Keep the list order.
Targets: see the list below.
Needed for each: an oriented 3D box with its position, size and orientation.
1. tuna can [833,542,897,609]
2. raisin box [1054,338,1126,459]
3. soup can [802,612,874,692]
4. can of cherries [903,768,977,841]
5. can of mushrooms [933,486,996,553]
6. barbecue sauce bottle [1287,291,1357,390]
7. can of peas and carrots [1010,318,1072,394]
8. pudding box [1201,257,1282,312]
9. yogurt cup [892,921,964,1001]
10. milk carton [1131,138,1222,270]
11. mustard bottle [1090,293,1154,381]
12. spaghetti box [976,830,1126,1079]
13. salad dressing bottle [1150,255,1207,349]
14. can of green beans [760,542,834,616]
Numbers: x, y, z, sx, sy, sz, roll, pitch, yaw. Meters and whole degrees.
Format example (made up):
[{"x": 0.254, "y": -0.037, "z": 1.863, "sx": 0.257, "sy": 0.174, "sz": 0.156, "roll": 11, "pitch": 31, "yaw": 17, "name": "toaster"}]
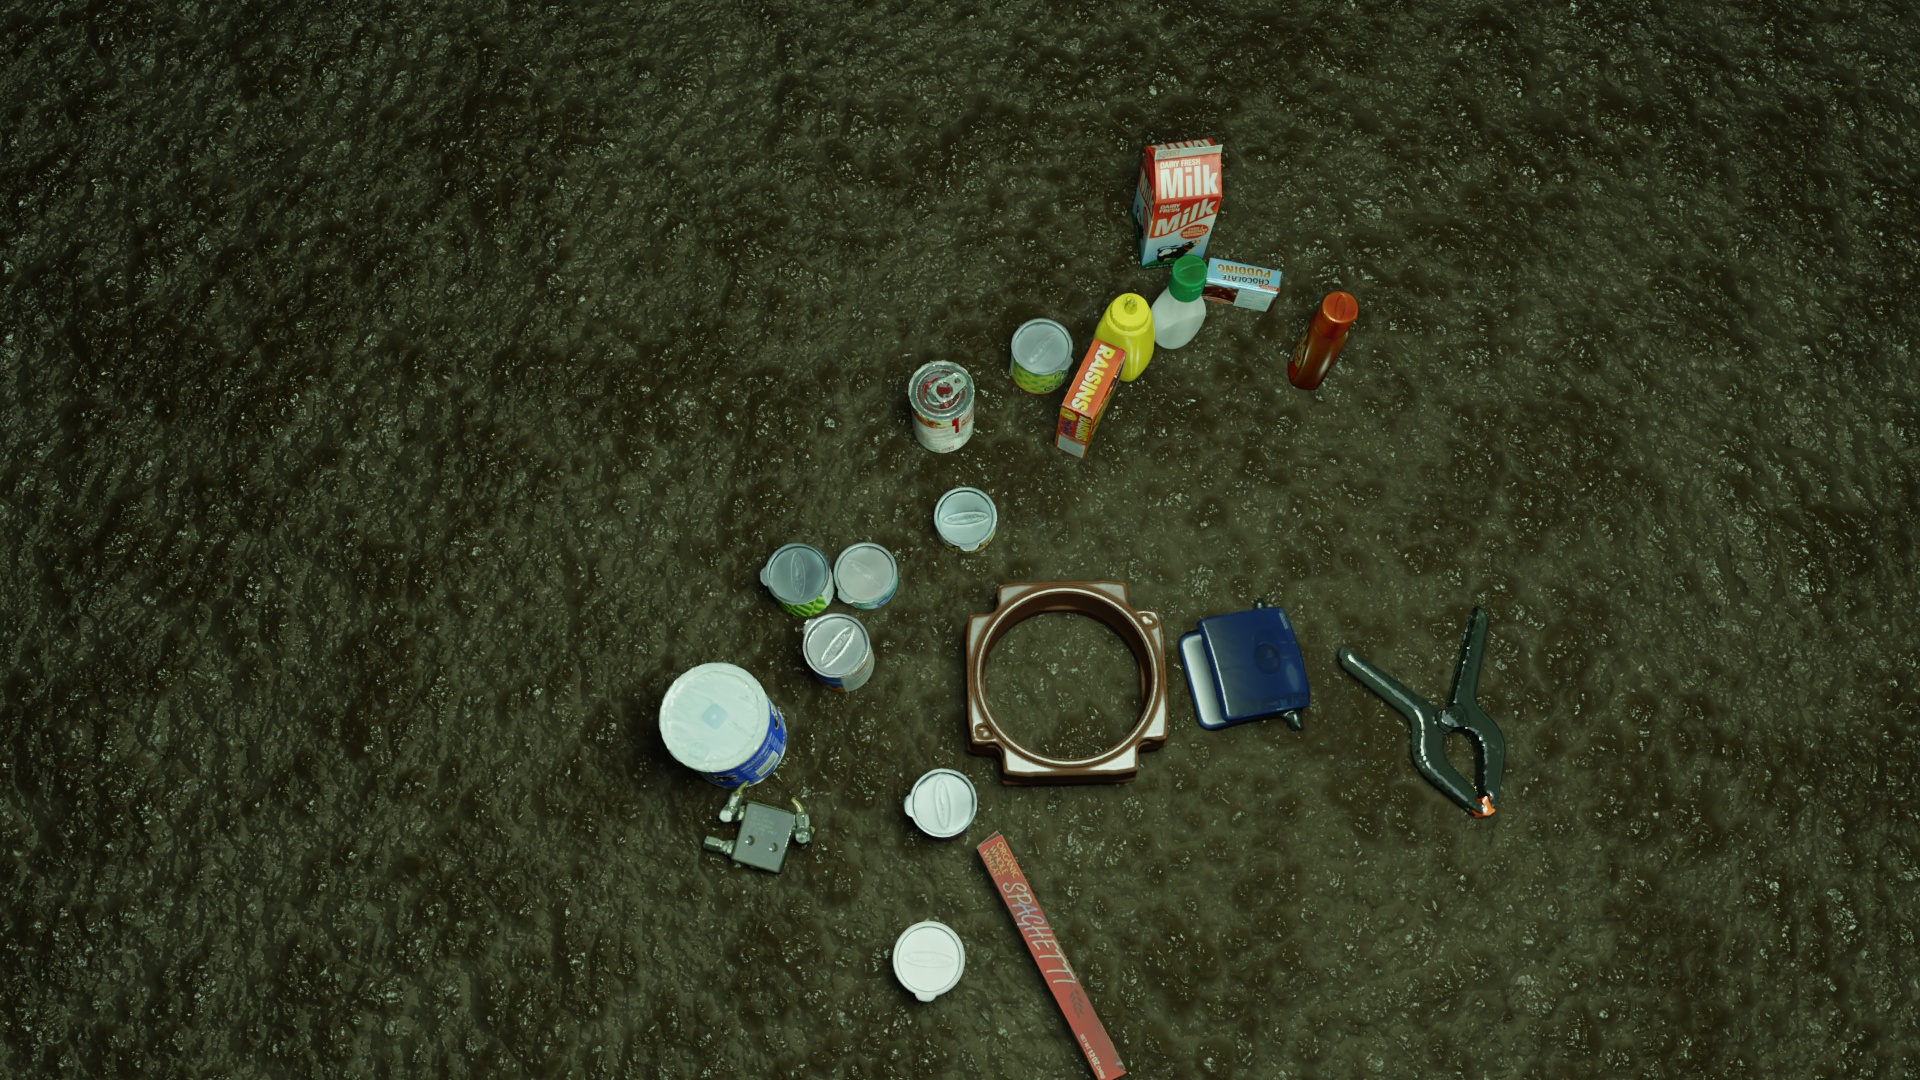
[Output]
[{"x": -0.101, "y": 0.040, "z": 1.458, "sx": 0.071, "sy": 0.032, "sz": 0.071, "roll": 0, "pitch": 73, "yaw": 0, "name": "tuna can"}, {"x": 0.136, "y": -0.148, "z": 1.469, "sx": 0.040, "sy": 0.123, "sz": 0.086, "roll": 25, "pitch": 75, "yaw": 7, "name": "raisin box"}, {"x": -0.124, "y": 0.113, "z": 1.409, "sx": 0.071, "sy": 0.083, "sz": 0.071, "roll": 0, "pitch": 73, "yaw": 0, "name": "soup can"}, {"x": -0.019, "y": 0.262, "z": 1.376, "sx": 0.071, "sy": 0.058, "sz": 0.071, "roll": 0, "pitch": 73, "yaw": 0, "name": "can of cherries"}, {"x": 0.005, "y": -0.019, "z": 1.476, "sx": 0.071, "sy": 0.033, "sz": 0.071, "roll": 0, "pitch": 73, "yaw": 0, "name": "can of mushrooms"}, {"x": 0.386, "y": -0.216, "z": 1.477, "sx": 0.044, "sy": 0.148, "sz": 0.065, "roll": 13, "pitch": 74, "yaw": 4, "name": "barbecue sauce bottle"}, {"x": 0.090, "y": -0.199, "z": 1.519, "sx": 0.071, "sy": 0.058, "sz": 0.071, "roll": 0, "pitch": 73, "yaw": 0, "name": "can of peas and carrots"}, {"x": 0.312, "y": -0.285, "z": 1.550, "sx": 0.084, "sy": 0.049, "sz": 0.030, "roll": 12, "pitch": 74, "yaw": 4, "name": "pudding box"}, {"x": -0.030, "y": 0.402, "z": 1.335, "sx": 0.072, "sy": 0.053, "sz": 0.072, "roll": 0, "pitch": 73, "yaw": 0, "name": "yogurt cup"}, {"x": 0.234, "y": -0.372, "z": 1.504, "sx": 0.072, "sy": 0.190, "sz": 0.073, "roll": -7, "pitch": 73, "yaw": -2, "name": "milk carton"}, {"x": 0.176, "y": -0.222, "z": 1.473, "sx": 0.065, "sy": 0.159, "sz": 0.049, "roll": 34, "pitch": 76, "yaw": 10, "name": "mustard bottle"}, {"x": 0.084, "y": 0.399, "z": 1.338, "sx": 0.029, "sy": 0.050, "sz": 0.250, "roll": -27, "pitch": 75, "yaw": -8, "name": "spaghetti box"}, {"x": 0.236, "y": -0.255, "z": 1.490, "sx": 0.064, "sy": 0.147, "sz": 0.044, "roll": -20, "pitch": 74, "yaw": -6, "name": "salad dressing bottle"}, {"x": -0.166, "y": 0.041, "z": 1.445, "sx": 0.071, "sy": 0.057, "sz": 0.071, "roll": 0, "pitch": 73, "yaw": 0, "name": "can of green beans"}]
